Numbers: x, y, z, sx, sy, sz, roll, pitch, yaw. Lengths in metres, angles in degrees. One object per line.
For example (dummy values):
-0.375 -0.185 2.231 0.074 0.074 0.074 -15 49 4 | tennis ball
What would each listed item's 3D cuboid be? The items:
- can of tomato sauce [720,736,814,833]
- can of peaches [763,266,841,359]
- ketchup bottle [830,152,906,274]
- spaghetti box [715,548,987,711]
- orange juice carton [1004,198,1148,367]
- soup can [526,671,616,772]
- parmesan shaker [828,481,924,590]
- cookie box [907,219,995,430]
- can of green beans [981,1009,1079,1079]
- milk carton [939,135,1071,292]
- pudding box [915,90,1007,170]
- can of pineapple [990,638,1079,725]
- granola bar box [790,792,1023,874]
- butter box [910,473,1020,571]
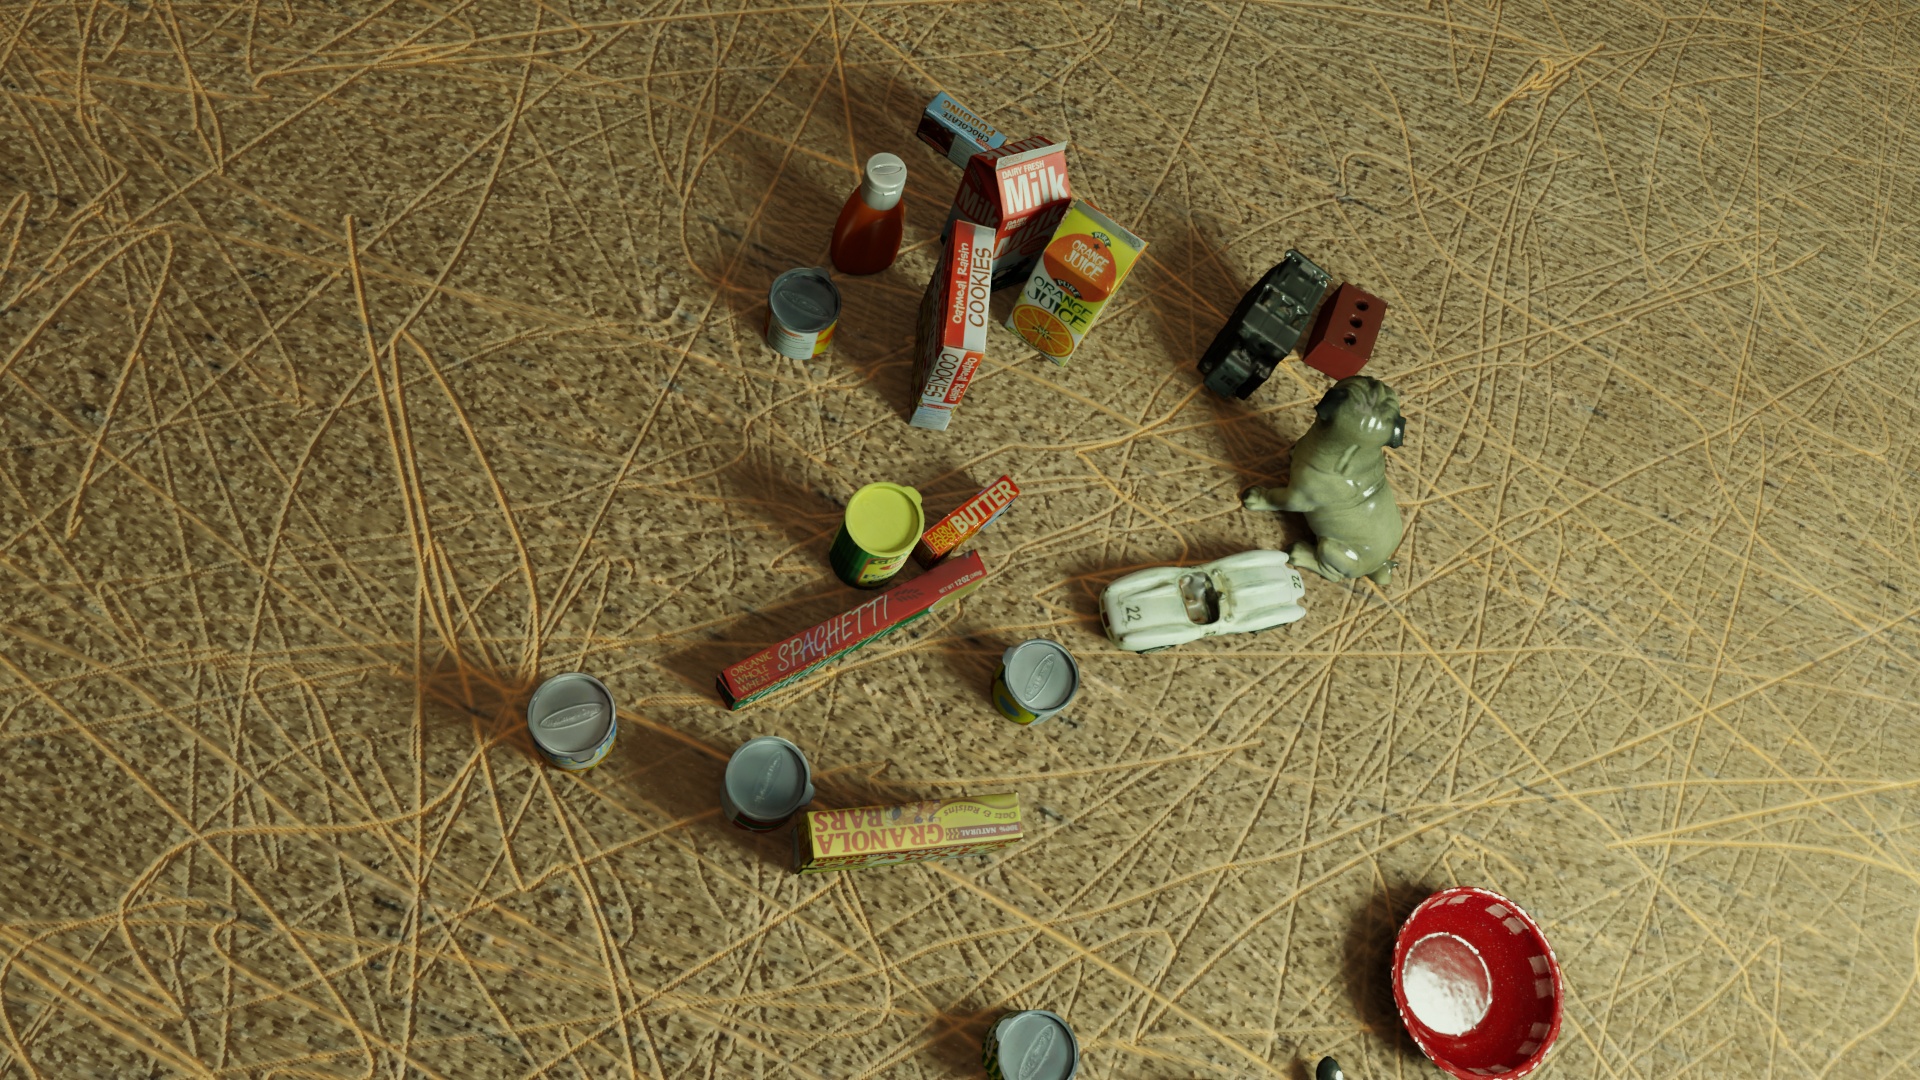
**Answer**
-0.156 0.198 1.116 0.071 0.082 0.071 4 70 -12 | can of tomato sauce
-0.145 -0.209 1.276 0.071 0.058 0.071 4 70 -12 | can of peaches
-0.079 -0.298 1.274 0.065 0.148 0.043 -10 74 -16 | ketchup bottle
-0.092 0.076 1.192 0.251 0.050 0.029 -26 79 -20 | spaghetti box
0.109 -0.243 1.275 0.072 0.192 0.073 36 67 1 | orange juice carton
-0.305 0.148 1.098 0.071 0.083 0.071 4 70 -12 | soup can
-0.071 -0.003 1.196 0.071 0.102 0.071 4 70 -12 | parmesan shaker
-0.011 -0.188 1.241 0.040 0.166 0.123 8 70 -10 | cookie box
0.055 0.408 1.104 0.071 0.057 0.071 4 70 -12 | can of green beans
0.043 -0.306 1.283 0.072 0.190 0.073 -21 77 -19 | milk carton
0.001 -0.402 1.384 0.084 0.049 0.030 35 67 1 | pudding box
0.063 0.122 1.208 0.071 0.057 0.071 4 70 -12 | can of pineapple
-0.045 0.235 1.106 0.166 0.123 0.039 -3 72 -14 | granola bar box
0.004 -0.016 1.245 0.104 0.053 0.024 -37 83 -22 | butter box
